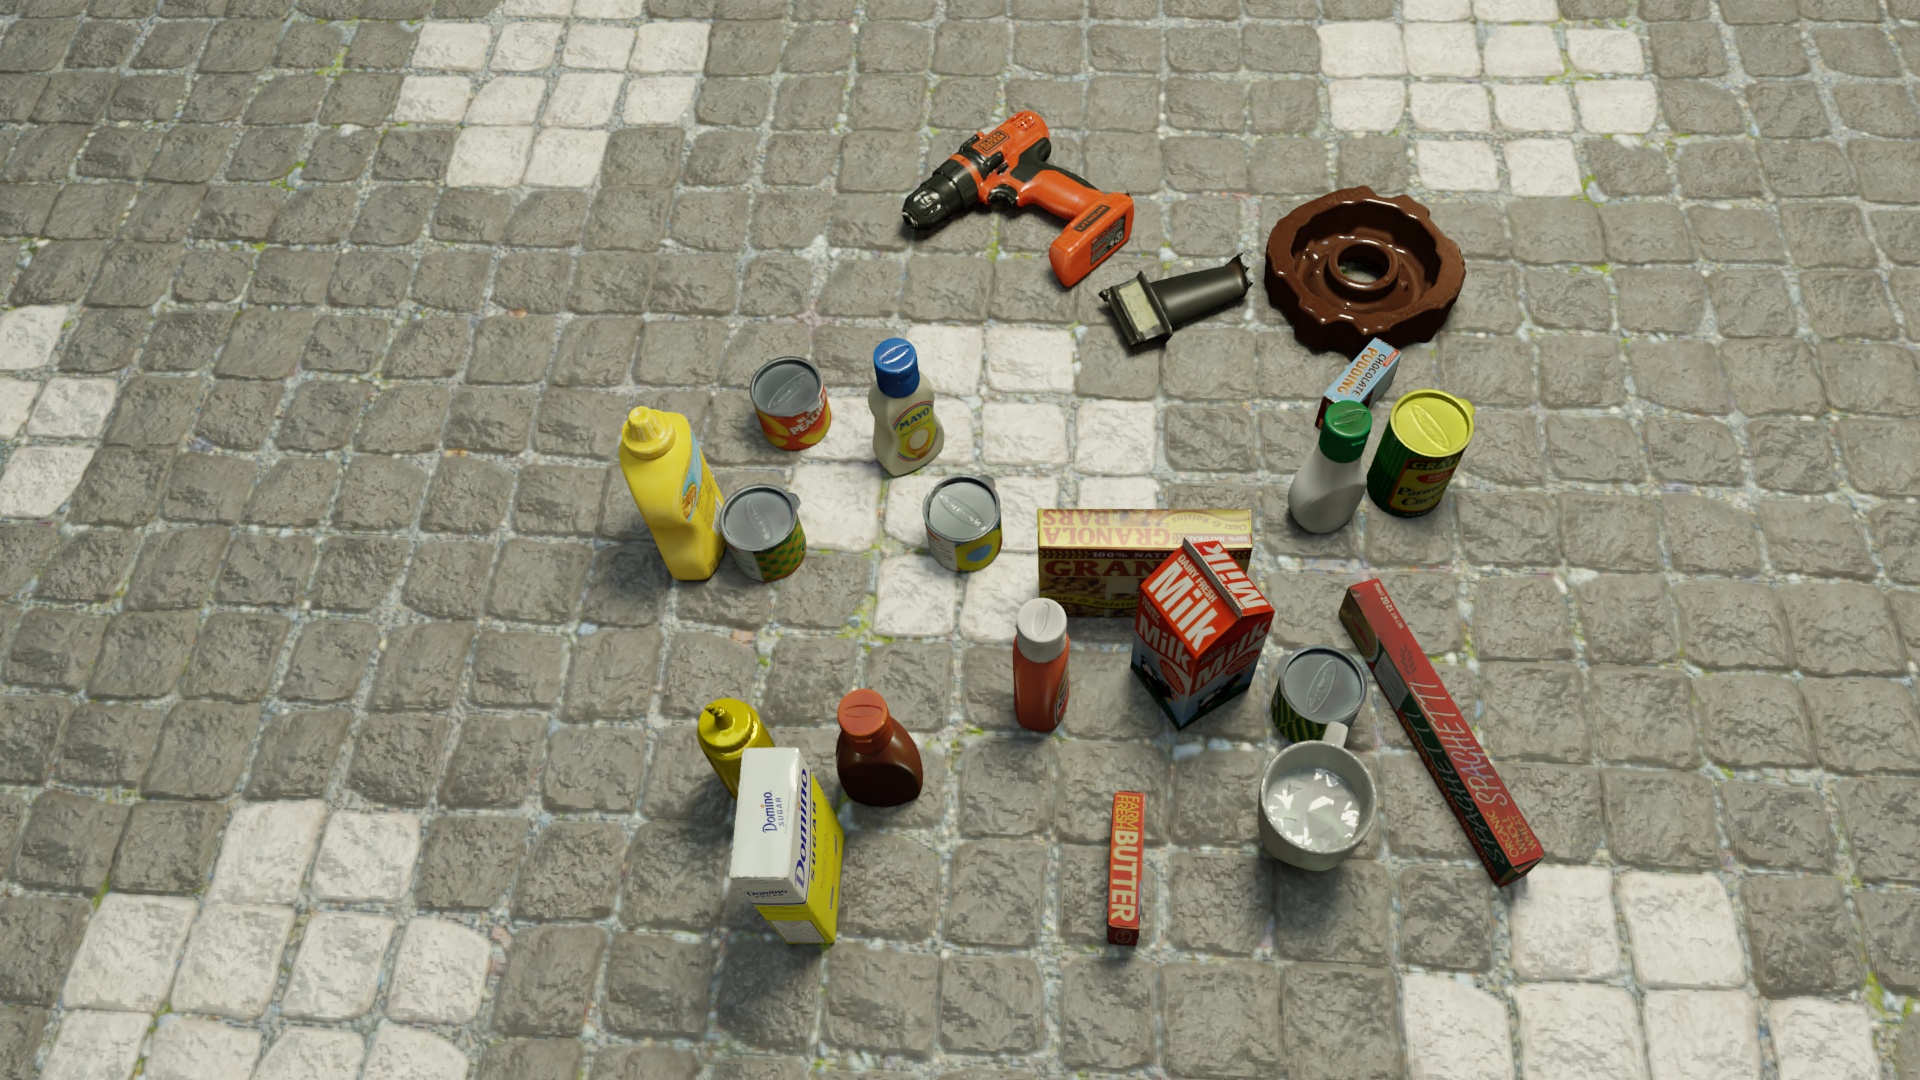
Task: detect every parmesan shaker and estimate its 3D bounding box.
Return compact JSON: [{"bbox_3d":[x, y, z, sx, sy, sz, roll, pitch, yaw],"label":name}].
[{"bbox_3d":[0.387,-0.072,1.167,0.071,0.102,0.071,-2,61,3],"label":"parmesan shaker"}]

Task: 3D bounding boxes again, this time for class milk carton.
[{"bbox_3d":[0.182,0.067,1.052,0.073,0.189,0.072,-29,63,-12],"label":"milk carton"}]

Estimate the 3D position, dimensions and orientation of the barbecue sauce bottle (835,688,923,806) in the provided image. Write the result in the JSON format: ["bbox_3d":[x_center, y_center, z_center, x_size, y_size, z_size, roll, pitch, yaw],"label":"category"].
[{"bbox_3d":[-0.065,0.157,1.041,0.065,0.148,0.044,-2,61,3],"label":"barbecue sauce bottle"}]

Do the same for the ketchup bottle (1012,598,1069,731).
[{"bbox_3d":[0.062,0.093,1.069,0.043,0.148,0.065,10,62,9],"label":"ketchup bottle"}]

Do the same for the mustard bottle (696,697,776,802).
[{"bbox_3d":[-0.166,0.155,1.042,0.049,0.159,0.065,-33,64,-14],"label":"mustard bottle"}]

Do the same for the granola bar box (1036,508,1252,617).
[{"bbox_3d":[0.145,0.020,1.118,0.166,0.123,0.039,0,61,4],"label":"granola bar box"}]

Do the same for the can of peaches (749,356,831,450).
[{"bbox_3d":[-0.151,-0.122,1.256,0.071,0.057,0.071,-2,61,3],"label":"can of peaches"}]

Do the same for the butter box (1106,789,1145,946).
[{"bbox_3d":[0.123,0.243,1.034,0.024,0.053,0.104,3,61,6],"label":"butter box"}]

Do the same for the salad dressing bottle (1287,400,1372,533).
[{"bbox_3d":[0.306,-0.060,1.140,0.064,0.147,0.044,-18,61,-6],"label":"salad dressing bottle"}]

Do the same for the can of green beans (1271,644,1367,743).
[{"bbox_3d":[0.280,0.123,1.090,0.071,0.057,0.071,-2,61,3],"label":"can of green beans"}]

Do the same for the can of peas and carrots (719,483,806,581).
[{"bbox_3d":[-0.166,-0.008,1.192,0.071,0.058,0.071,-2,61,3],"label":"can of peas and carrots"}]

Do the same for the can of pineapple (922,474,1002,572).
[{"bbox_3d":[0.004,-0.015,1.185,0.071,0.057,0.071,-2,61,3],"label":"can of pineapple"}]

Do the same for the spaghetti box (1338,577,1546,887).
[{"bbox_3d":[0.368,0.145,1.076,0.029,0.050,0.251,-20,61,-7],"label":"spaghetti box"}]

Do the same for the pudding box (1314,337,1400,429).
[{"bbox_3d":[0.354,-0.134,1.235,0.030,0.049,0.084,37,69,21],"label":"pudding box"}]

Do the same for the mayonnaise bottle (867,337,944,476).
[{"bbox_3d":[-0.049,-0.115,1.194,0.065,0.147,0.041,-32,64,-14],"label":"mayonnaise bottle"}]
